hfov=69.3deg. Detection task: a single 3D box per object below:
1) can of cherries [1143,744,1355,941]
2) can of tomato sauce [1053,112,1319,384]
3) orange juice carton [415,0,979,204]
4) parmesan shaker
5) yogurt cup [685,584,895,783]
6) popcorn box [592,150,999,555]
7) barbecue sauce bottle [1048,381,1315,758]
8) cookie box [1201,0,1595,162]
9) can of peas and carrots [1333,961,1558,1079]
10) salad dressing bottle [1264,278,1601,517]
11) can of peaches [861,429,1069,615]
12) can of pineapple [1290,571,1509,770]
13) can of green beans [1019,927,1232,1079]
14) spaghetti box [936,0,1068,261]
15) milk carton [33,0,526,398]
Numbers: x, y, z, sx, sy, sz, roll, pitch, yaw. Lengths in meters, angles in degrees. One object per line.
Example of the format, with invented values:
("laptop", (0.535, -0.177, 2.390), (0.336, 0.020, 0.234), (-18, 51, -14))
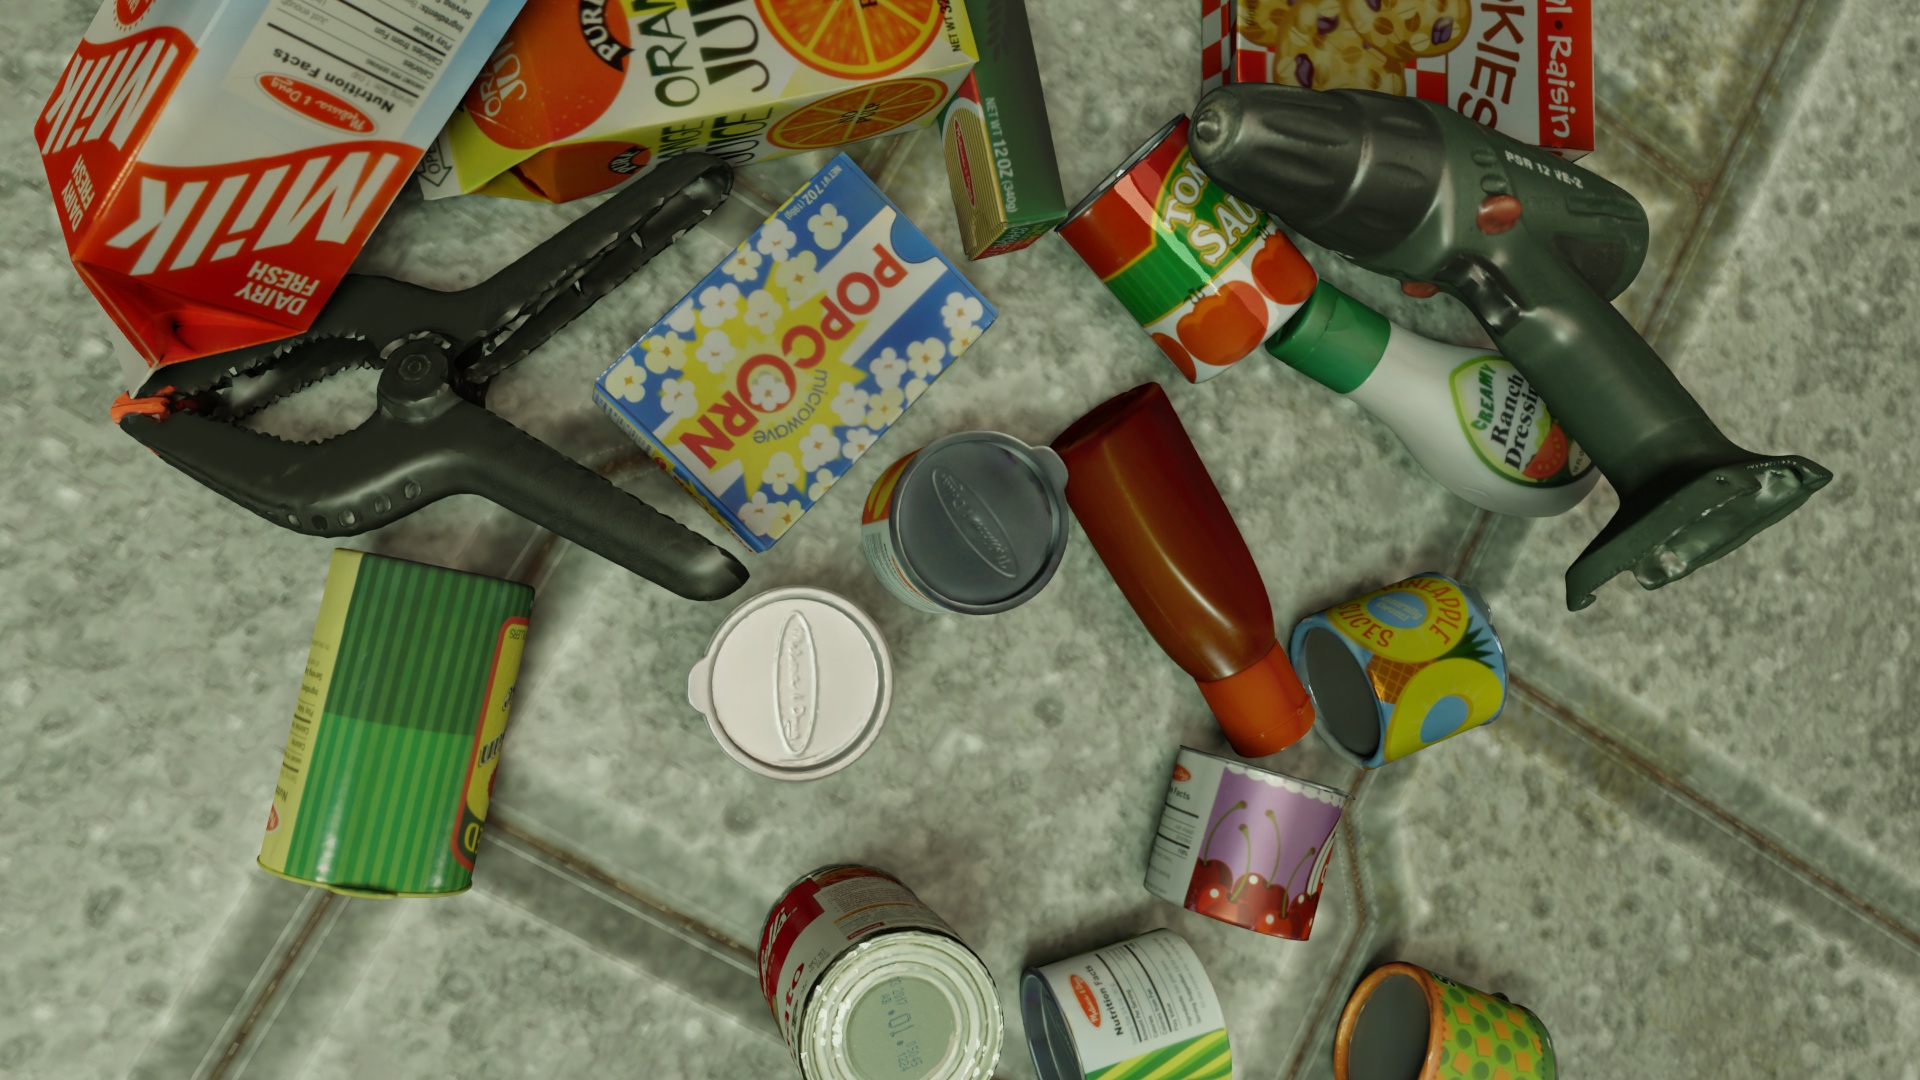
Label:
("can of cherries", (0.112, 0.117, 0.536), (0.071, 0.071, 0.058), (18, 83, -14))
("can of tomato sauce", (0.089, -0.113, 0.540), (0.071, 0.071, 0.083), (-45, 99, -13))
("orange juice carton", (-0.100, -0.173, 0.491), (0.193, 0.073, 0.071), (-16, 92, -15))
("parmesan shaker", (-0.183, 0.059, 0.456), (0.071, 0.071, 0.103), (13, 84, -14))
("yogurt cup", (-0.062, 0.050, 0.499), (0.072, 0.054, 0.072), (1, 87, -15))
("popcorn box", (-0.061, -0.068, 0.514), (0.085, 0.038, 0.127), (45, 78, -8))
("barbecue sauce bottle", (0.090, 0.015, 0.543), (0.148, 0.043, 0.065), (59, 40, -10))
("cookie box", (0.186, -0.225, 0.589), (0.168, 0.040, 0.123), (1, 87, -14))
("can of peas and carrots", (0.192, 0.207, 0.555), (0.059, 0.071, 0.071), (24, 82, -13))
("salad dressing bottle", (0.198, -0.060, 0.581), (0.147, 0.044, 0.064), (26, 74, -12))
("can of peaches", (0.002, -0.006, 0.517), (0.071, 0.058, 0.071), (1, 86, -15))
("can of pineapple", (0.174, 0.051, 0.556), (0.058, 0.071, 0.071), (-18, 92, -15))
("can of green beans", (0.061, 0.185, 0.519), (0.058, 0.071, 0.071), (-12, 91, -16))
("spaghetti box", (-0.004, -0.236, 0.532), (0.029, 0.050, 0.250), (-12, 90, -17))
("milk carton", (-0.216, -0.134, 0.423), (0.190, 0.073, 0.072), (-49, 56, 16))
